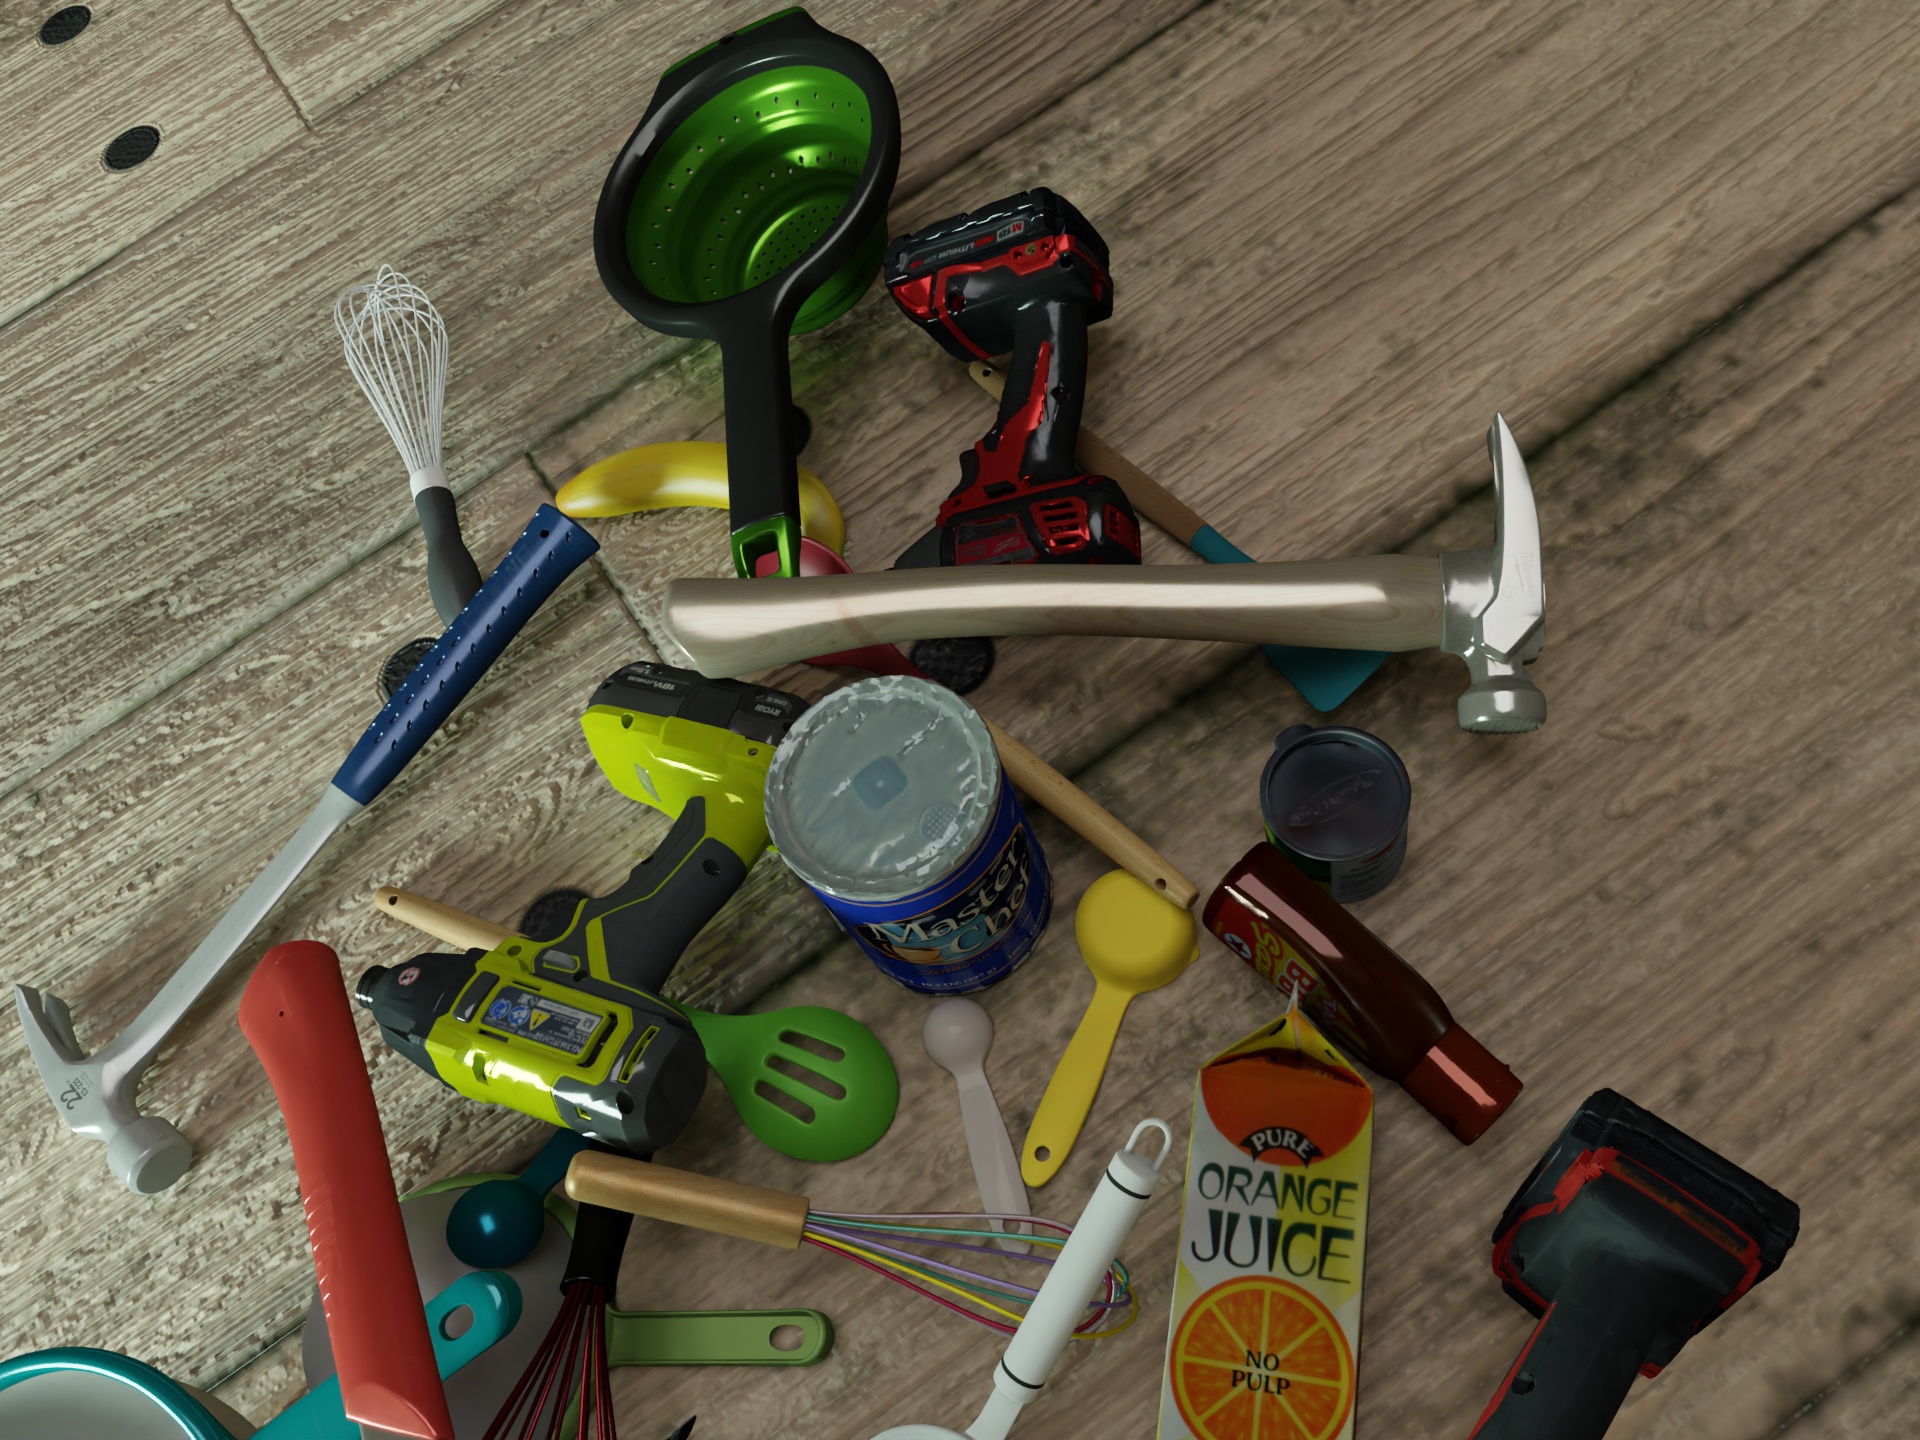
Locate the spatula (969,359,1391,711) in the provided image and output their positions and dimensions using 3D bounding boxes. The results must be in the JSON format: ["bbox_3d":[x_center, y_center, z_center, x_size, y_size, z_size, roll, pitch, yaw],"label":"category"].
[{"bbox_3d":[0.107,-0.117,0.842,0.082,0.044,0.318,-48,61,0],"label":"spatula"}]

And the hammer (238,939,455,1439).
[{"bbox_3d":[-0.208,0.224,0.593,0.149,0.036,0.359,-30,53,-1],"label":"hammer"}]

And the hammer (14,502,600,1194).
[{"bbox_3d":[-0.344,0.045,0.863,0.144,0.035,0.405,31,78,26],"label":"hammer"}]

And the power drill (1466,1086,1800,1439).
[{"bbox_3d":[0.195,0.263,0.569,0.080,0.187,0.227,32,56,22],"label":"power drill"}]

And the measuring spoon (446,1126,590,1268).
[{"bbox_3d":[-0.185,0.195,0.730,0.042,0.021,0.129,21,39,18],"label":"measuring spoon"}]

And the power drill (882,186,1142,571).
[{"bbox_3d":[0.019,-0.159,0.854,0.143,0.078,0.220,-11,70,28],"label":"power drill"}]

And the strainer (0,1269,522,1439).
[{"bbox_3d":[-0.301,0.331,0.663,0.340,0.095,0.211,-37,70,4],"label":"strainer"}]

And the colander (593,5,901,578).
[{"bbox_3d":[-0.102,-0.227,0.917,0.204,0.094,0.397,-17,62,20],"label":"colander"}]

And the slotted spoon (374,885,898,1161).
[{"bbox_3d":[-0.173,0.137,0.791,0.314,0.031,0.070,17,71,23],"label":"slotted spoon"}]

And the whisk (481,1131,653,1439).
[{"bbox_3d":[-0.156,0.252,0.650,0.073,0.073,0.296,-7,42,10],"label":"whisk"}]

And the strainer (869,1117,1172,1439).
[{"bbox_3d":[0.021,0.264,0.624,0.087,0.050,0.258,31,102,19],"label":"strainer"}]

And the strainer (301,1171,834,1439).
[{"bbox_3d":[-0.186,0.269,0.699,0.256,0.069,0.152,-5,62,13],"label":"strainer"}]

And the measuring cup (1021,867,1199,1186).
[{"bbox_3d":[0.061,0.137,0.728,0.062,0.029,0.157,17,66,21],"label":"measuring cup"}]

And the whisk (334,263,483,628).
[{"bbox_3d":[-0.331,-0.168,0.974,0.070,0.070,0.285,-23,64,1],"label":"whisk"}]

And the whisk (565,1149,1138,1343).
[{"bbox_3d":[-0.044,0.216,0.663,0.245,0.051,0.047,13,50,-1],"label":"whisk"}]

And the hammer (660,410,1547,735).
[{"bbox_3d":[0.060,-0.066,0.754,0.410,0.038,0.146,0,79,9],"label":"hammer"}]

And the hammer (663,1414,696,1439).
[{"bbox_3d":[0.005,0.391,0.590,0.337,0.034,0.127,20,97,19],"label":"hammer"}]

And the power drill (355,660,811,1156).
[{"bbox_3d":[-0.166,0.080,0.756,0.171,0.080,0.223,13,52,21],"label":"power drill"}]

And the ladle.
[{"bbox_3d":[-0.001,-0.003,0.800,0.316,0.069,0.031,38,33,31],"label":"ladle"}]

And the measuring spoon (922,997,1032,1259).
[{"bbox_3d":[0.009,0.183,0.725,0.034,0.018,0.124,-20,61,3],"label":"measuring spoon"}]
